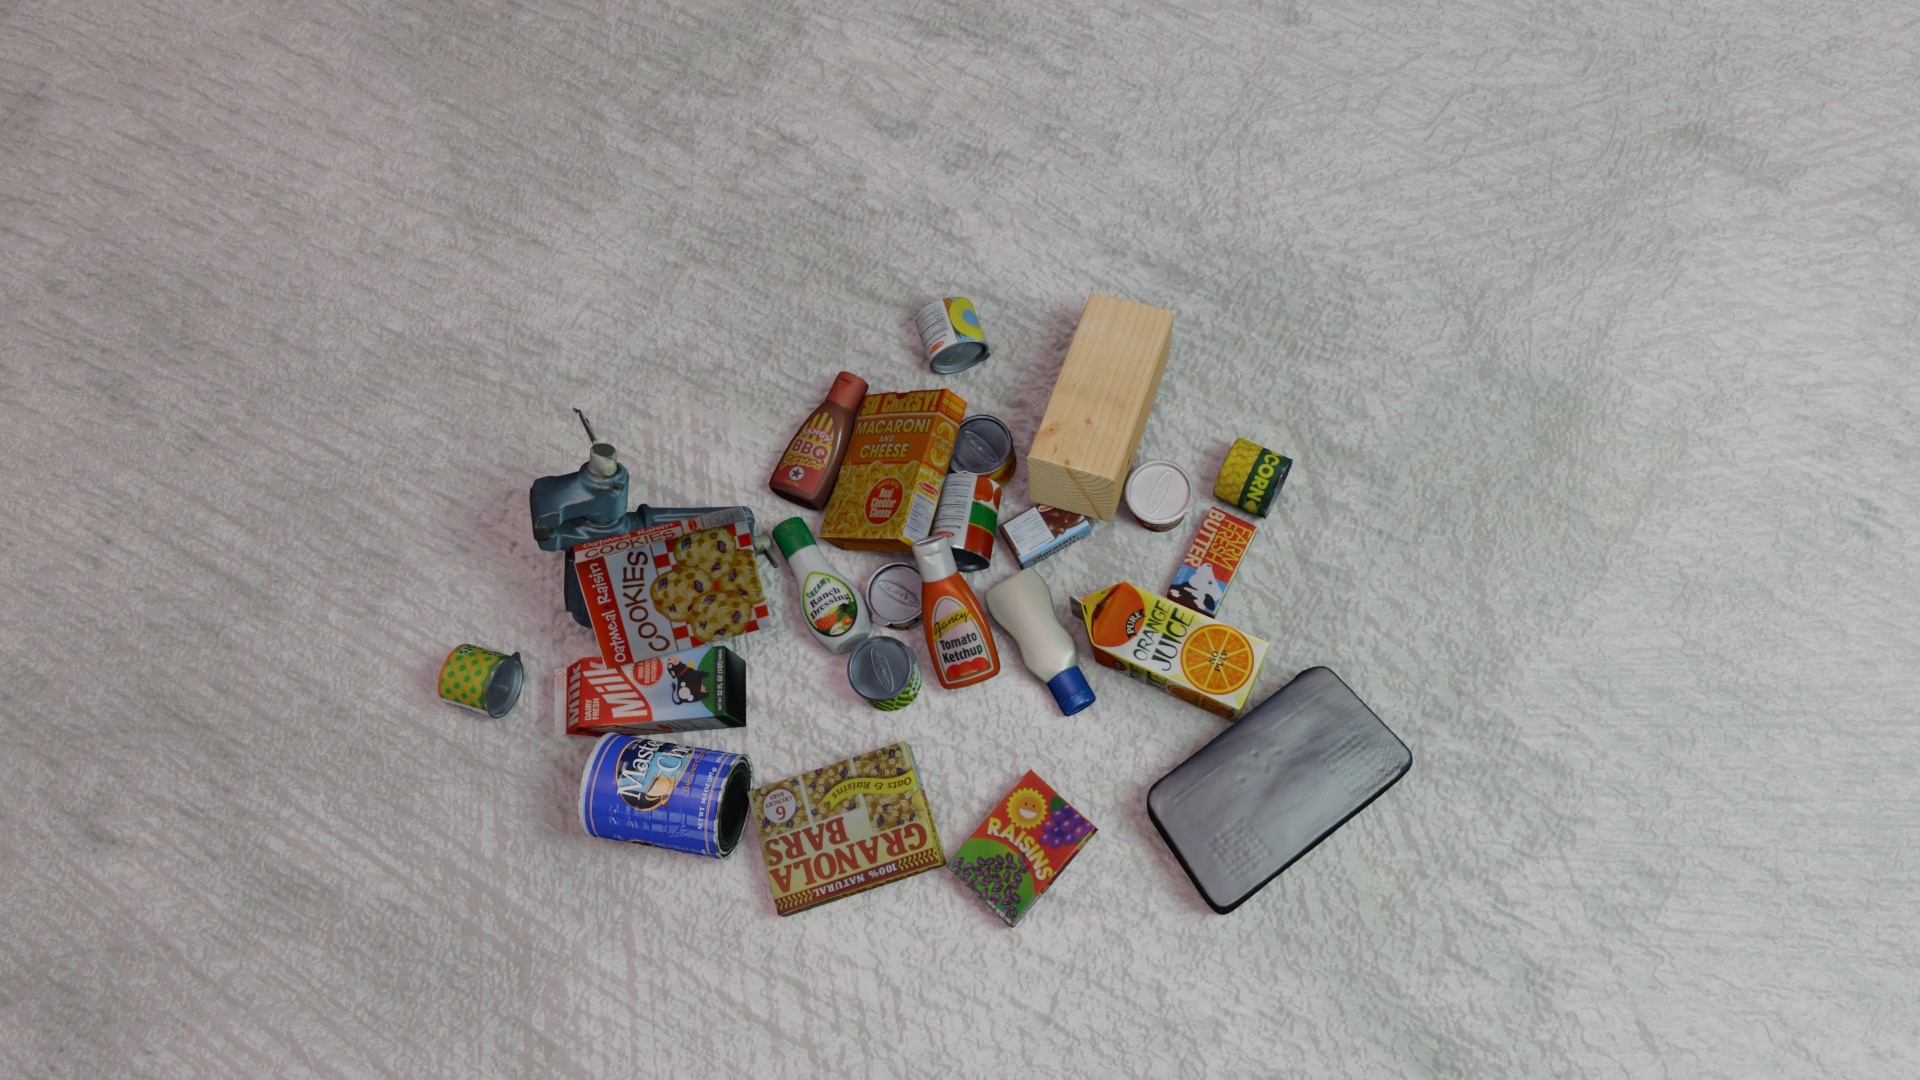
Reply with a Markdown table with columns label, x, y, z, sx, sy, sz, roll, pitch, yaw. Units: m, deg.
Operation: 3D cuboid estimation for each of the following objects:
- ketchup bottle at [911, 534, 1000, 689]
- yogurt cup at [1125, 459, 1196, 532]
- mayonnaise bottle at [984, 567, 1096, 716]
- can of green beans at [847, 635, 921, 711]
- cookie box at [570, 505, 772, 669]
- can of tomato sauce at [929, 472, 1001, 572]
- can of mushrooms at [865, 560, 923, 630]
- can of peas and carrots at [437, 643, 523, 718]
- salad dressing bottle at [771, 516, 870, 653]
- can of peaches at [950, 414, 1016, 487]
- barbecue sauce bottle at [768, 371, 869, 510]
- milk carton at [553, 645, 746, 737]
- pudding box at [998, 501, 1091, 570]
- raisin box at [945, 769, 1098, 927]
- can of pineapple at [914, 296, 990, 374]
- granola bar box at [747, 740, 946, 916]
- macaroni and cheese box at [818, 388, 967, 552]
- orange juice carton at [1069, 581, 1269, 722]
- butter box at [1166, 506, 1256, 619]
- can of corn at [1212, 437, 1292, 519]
| label | x | y | z | sx | sy | sz | roll | pitch | yaw |
| --- | --- | --- | --- | --- | --- | --- | --- | --- | --- |
| ketchup bottle | -0.010 | 0.069 | 1.366 | 0.065 | 0.043 | 0.148 | -16 | 101 | 3 |
| yogurt cup | 0.201 | -0.042 | 1.404 | 0.072 | 0.053 | 0.072 | -2 | 72 | 7 |
| mayonnaise bottle | 0.083 | 0.103 | 1.380 | 0.065 | 0.041 | 0.148 | -29 | 72 | -1 |
| can of green beans | -0.075 | 0.133 | 1.381 | 0.071 | 0.057 | 0.071 | -2 | 72 | 7 |
| cookie box | -0.280 | 0.046 | 1.352 | 0.168 | 0.122 | 0.040 | -14 | 28 | -11 |
| can of tomato sauce | 0.005 | -0.018 | 1.415 | 0.071 | 0.071 | 0.083 | 6 | 70 | 10 |
| can of mushrooms | -0.063 | 0.059 | 1.417 | 0.071 | 0.033 | 0.071 | -2 | 72 | 6 |
| can of peas and carrots | -0.492 | 0.142 | 1.428 | 0.059 | 0.070 | 0.071 | 13 | 75 | 12 |
| salad dressing bottle | -0.146 | 0.044 | 1.427 | 0.064 | 0.044 | 0.148 | -31 | 71 | -1 |
| can of peaches | 0.022 | -0.088 | 1.441 | 0.071 | 0.058 | 0.071 | -2 | 73 | 7 |
| barbecue sauce bottle | -0.145 | -0.108 | 1.476 | 0.065 | 0.043 | 0.149 | 20 | 75 | 21 |
| milk carton | -0.318 | 0.155 | 1.398 | 0.190 | 0.073 | 0.072 | -6 | 72 | 6 |
| pudding box | 0.087 | -0.011 | 1.422 | 0.084 | 0.030 | 0.050 | -30 | 70 | -3 |
| raisin box | 0.059 | 0.293 | 1.322 | 0.086 | 0.040 | 0.123 | 40 | 82 | 18 |
| can of pineapple | -0.008 | -0.219 | 1.484 | 0.071 | 0.071 | 0.058 | -19 | 71 | 1 |
| granola bar box | -0.111 | 0.279 | 1.348 | 0.165 | 0.039 | 0.124 | -19 | 71 | 1 |
| macaroni and cheese box | -0.070 | -0.072 | 1.425 | 0.123 | 0.040 | 0.167 | 1 | 68 | 44 |
| orange juice carton | 0.194 | 0.101 | 1.349 | 0.193 | 0.071 | 0.073 | 23 | 76 | 14 |
| butter box | 0.252 | 0.022 | 1.392 | 0.053 | 0.024 | 0.104 | 26 | 77 | 14 |
| can of corn | 0.292 | -0.063 | 1.390 | 0.058 | 0.071 | 0.071 | 25 | 77 | 15 |
